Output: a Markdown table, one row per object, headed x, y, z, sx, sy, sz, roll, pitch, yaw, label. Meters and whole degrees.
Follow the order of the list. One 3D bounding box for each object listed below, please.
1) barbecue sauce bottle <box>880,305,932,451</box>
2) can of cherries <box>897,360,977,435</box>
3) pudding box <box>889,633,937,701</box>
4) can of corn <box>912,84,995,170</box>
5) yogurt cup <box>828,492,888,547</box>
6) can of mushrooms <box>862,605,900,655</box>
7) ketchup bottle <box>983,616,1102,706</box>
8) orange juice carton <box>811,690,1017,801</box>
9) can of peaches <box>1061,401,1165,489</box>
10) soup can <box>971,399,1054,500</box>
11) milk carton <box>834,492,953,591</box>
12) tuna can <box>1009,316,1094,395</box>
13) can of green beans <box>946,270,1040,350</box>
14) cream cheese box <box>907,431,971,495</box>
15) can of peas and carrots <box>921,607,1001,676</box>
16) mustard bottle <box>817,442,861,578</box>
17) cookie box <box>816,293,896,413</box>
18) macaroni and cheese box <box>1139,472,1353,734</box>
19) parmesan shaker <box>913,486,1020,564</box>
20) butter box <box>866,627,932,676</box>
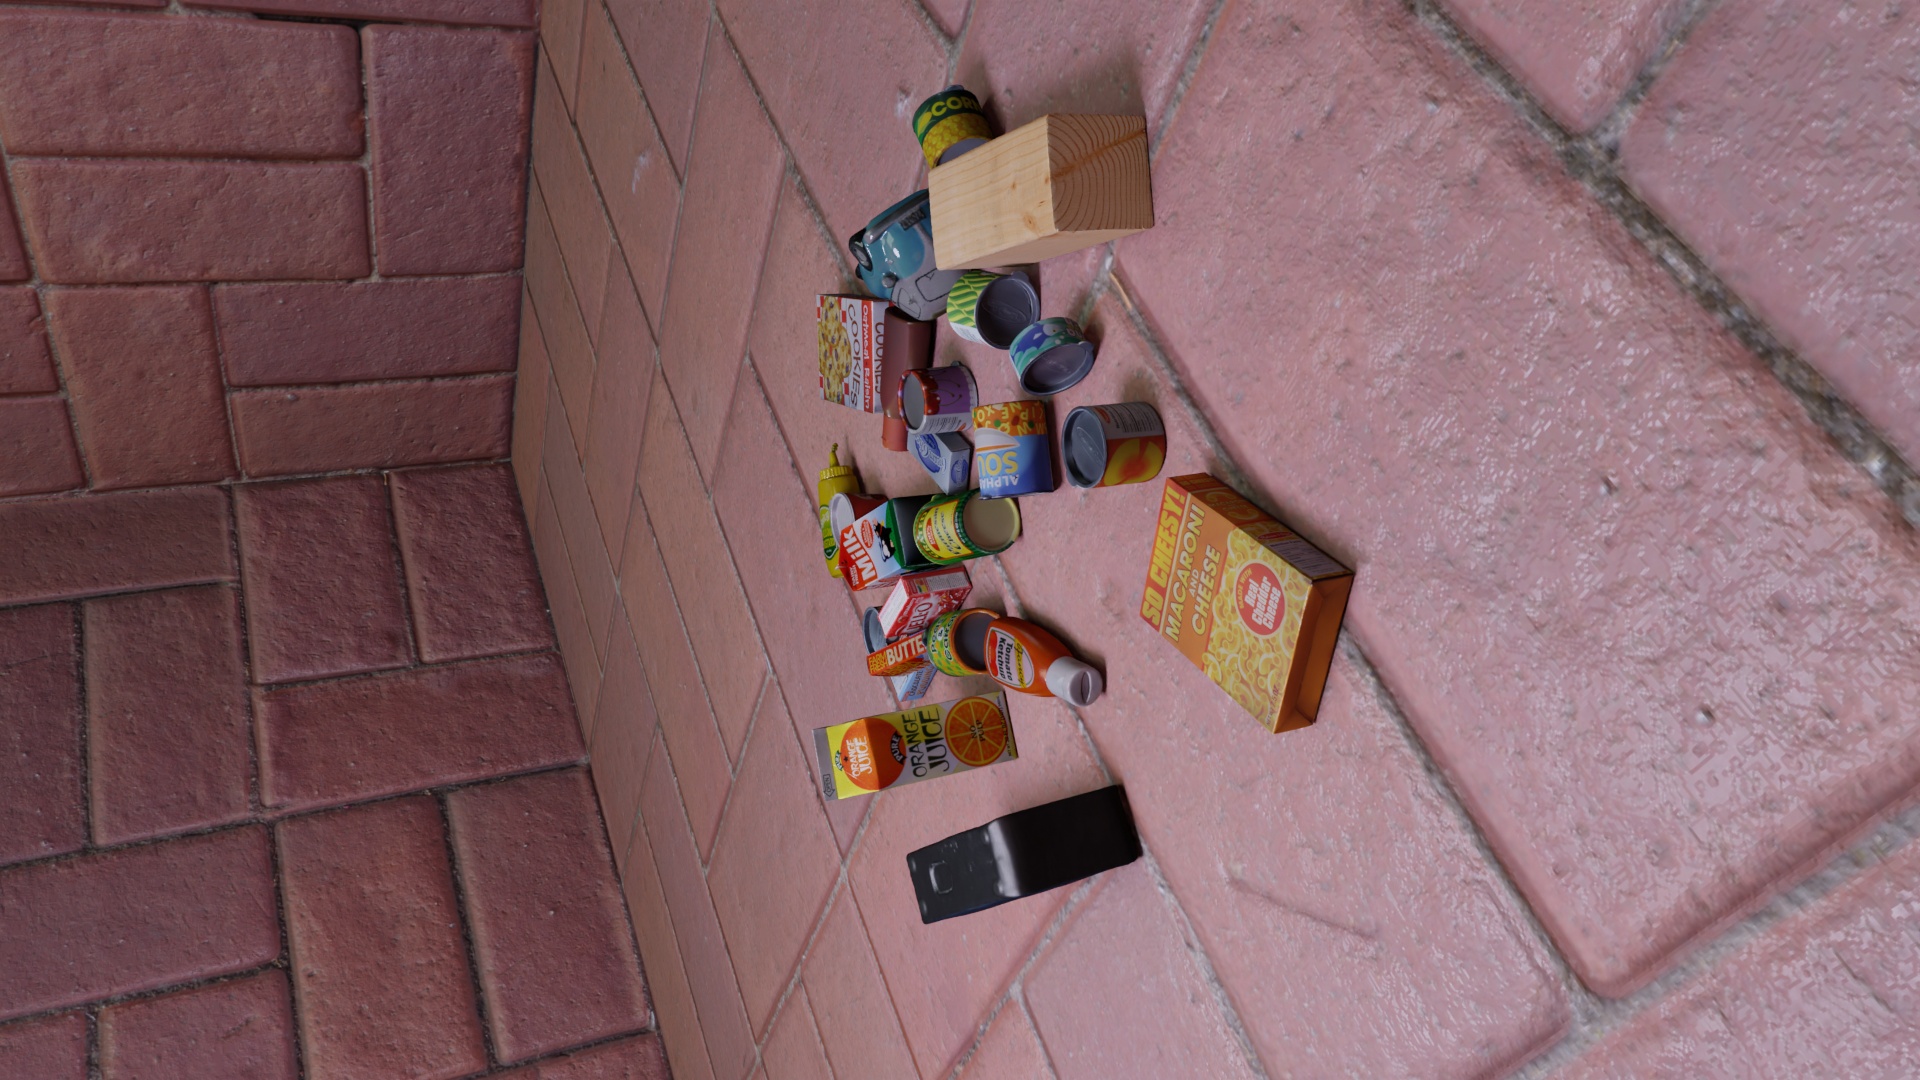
| x | y | z | sx | sy | sz | roll | pitch | yaw | label |
| --- | --- | --- | --- | --- | --- | --- | --- | --- | --- |
| -0.060 | -0.168 | 1.462 | 0.065 | 0.044 | 0.147 | 43 | 133 | 53 | barbecue sauce bottle |
| -0.024 | -0.142 | 1.379 | 0.071 | 0.058 | 0.071 | 29 | 123 | 59 | can of cherries |
| -0.052 | 0.135 | 1.531 | 0.050 | 0.030 | 0.083 | 67 | 149 | 32 | pudding box |
| -0.004 | -0.371 | 1.275 | 0.070 | 0.071 | 0.058 | -56 | 48 | 52 | can of corn |
| -0.112 | -0.024 | 1.587 | 0.072 | 0.054 | 0.072 | 25 | 118 | 60 | yogurt cup |
| -0.084 | 0.108 | 1.585 | 0.071 | 0.033 | 0.071 | 22 | 115 | 60 | can of mushrooms |
| 0.074 | 0.114 | 1.261 | 0.149 | 0.043 | 0.064 | 19 | 113 | 60 | ketchup bottle |
| -0.050 | 0.201 | 1.360 | 0.073 | 0.193 | 0.072 | -28 | 72 | 63 | orange juice carton |
| 0.121 | -0.075 | 1.107 | 0.071 | 0.058 | 0.071 | 26 | 120 | 59 | can of peaches |
| 0.044 | -0.080 | 1.243 | 0.071 | 0.071 | 0.083 | -6 | 90 | 63 | soup can |
| -0.071 | 0.007 | 1.493 | 0.190 | 0.072 | 0.073 | -27 | 73 | 62 | milk carton |
| 0.078 | -0.156 | 1.167 | 0.033 | 0.071 | 0.070 | 68 | 150 | 29 | tuna can |
| 0.029 | -0.208 | 1.249 | 0.058 | 0.071 | 0.071 | 29 | 122 | 59 | can of green beans |
| -0.023 | -0.094 | 1.423 | 0.104 | 0.024 | 0.053 | 50 | 143 | 48 | cream cheese box |
| 0.006 | 0.099 | 1.363 | 0.058 | 0.071 | 0.071 | -16 | 82 | 63 | can of peas and carrots |
| -0.142 | -0.037 | 1.648 | 0.065 | 0.049 | 0.160 | -21 | 78 | 61 | mustard bottle |
| -0.112 | -0.212 | 1.560 | 0.167 | 0.040 | 0.122 | 23 | 117 | 61 | cookie box |
| 0.200 | 0.041 | 0.998 | 0.167 | 0.040 | 0.123 | 45 | 134 | 51 | macaroni and cheese box |
| 0.005 | -0.017 | 1.341 | 0.103 | 0.071 | 0.071 | -15 | 83 | 63 | parmesan shaker |
| -0.045 | 0.116 | 1.448 | 0.103 | 0.053 | 0.024 | -26 | 68 | 37 | butter box |
